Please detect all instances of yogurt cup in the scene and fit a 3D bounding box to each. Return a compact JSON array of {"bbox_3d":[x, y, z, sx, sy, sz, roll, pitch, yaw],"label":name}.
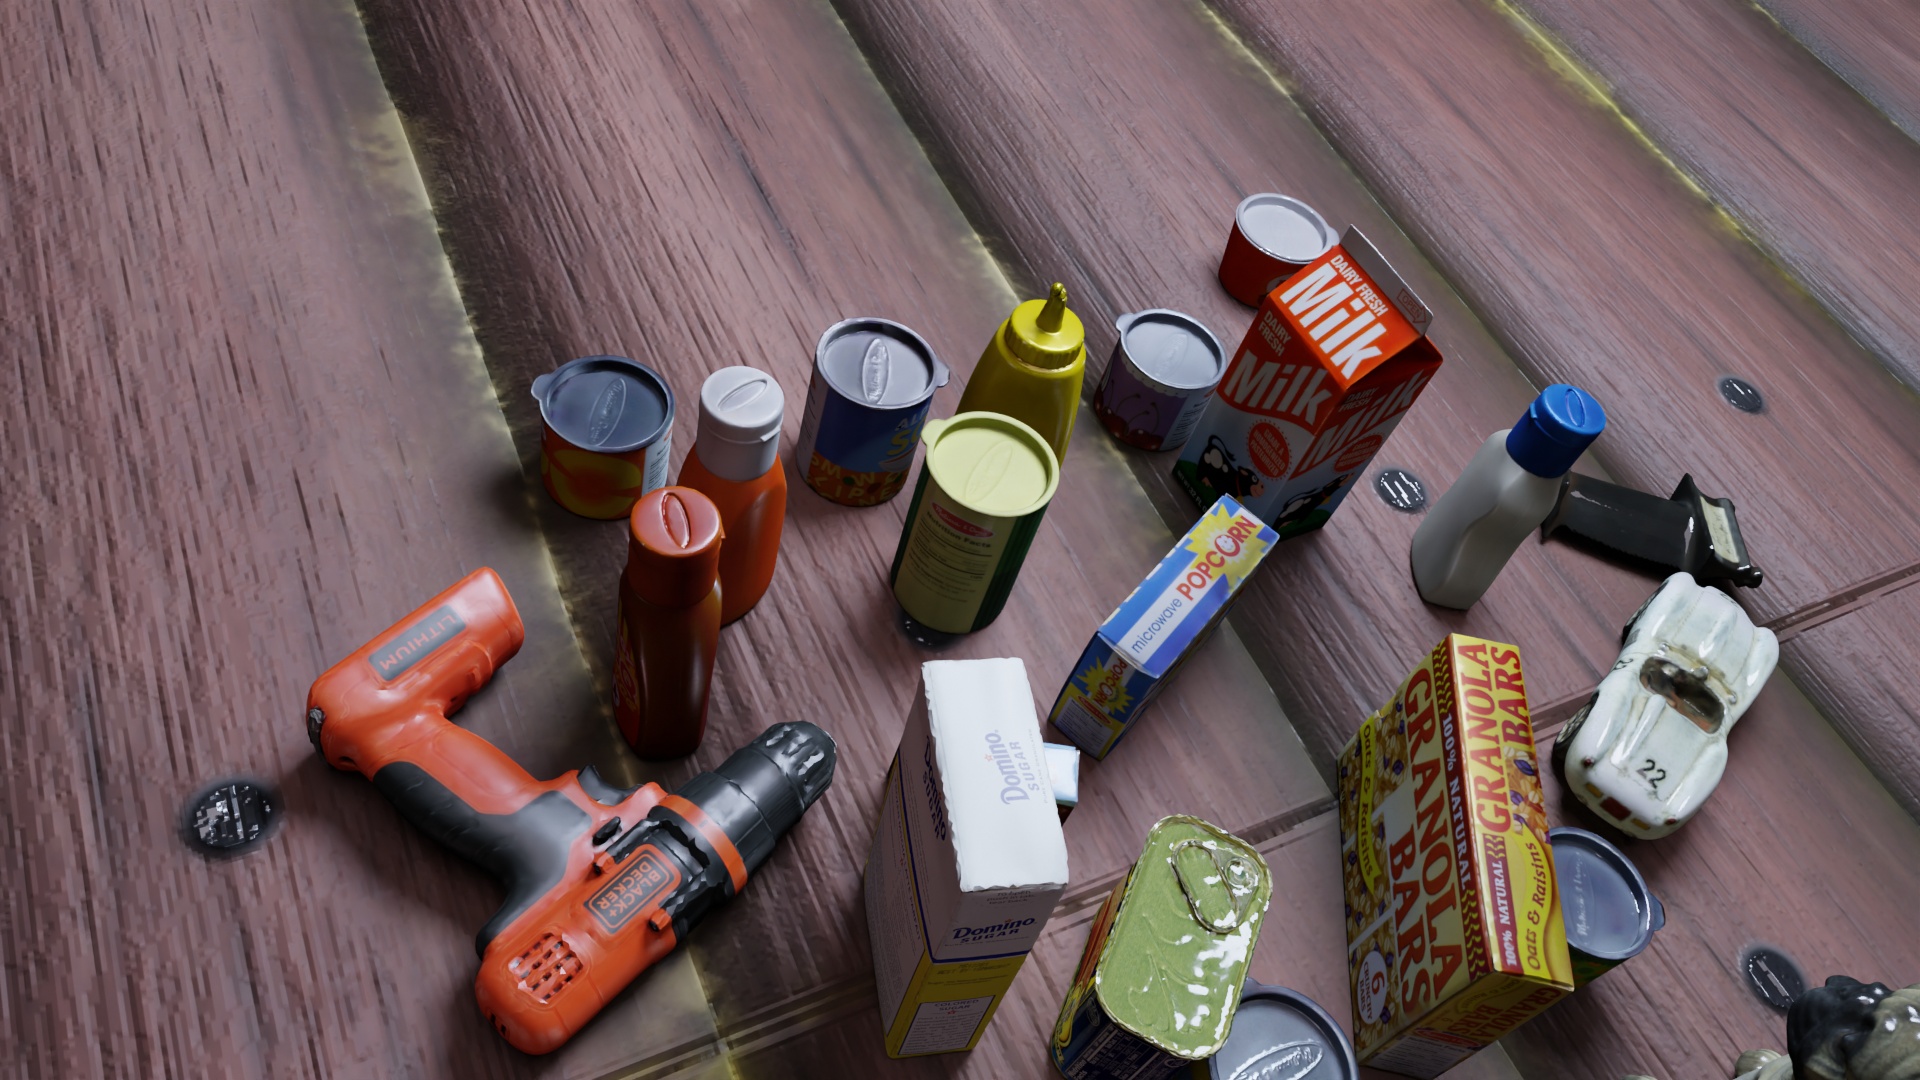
[{"bbox_3d":[0.211,-0.195,0.946,0.072,0.053,0.073,8,51,-10],"label":"yogurt cup"}]

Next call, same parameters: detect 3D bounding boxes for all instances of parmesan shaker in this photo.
[{"bbox_3d":[0.003,-0.009,0.710,0.071,0.102,0.072,8,52,-10],"label":"parmesan shaker"}]

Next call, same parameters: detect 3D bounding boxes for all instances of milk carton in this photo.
[{"bbox_3d":[0.194,-0.080,0.764,0.074,0.189,0.072,-17,60,-27],"label":"milk carton"}]

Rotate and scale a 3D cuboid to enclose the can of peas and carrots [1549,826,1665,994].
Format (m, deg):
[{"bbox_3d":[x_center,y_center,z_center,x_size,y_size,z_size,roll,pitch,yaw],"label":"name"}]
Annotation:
[{"bbox_3d":[0.291,0.182,0.673,0.071,0.058,0.071,8,51,-10],"label":"can of peas and carrots"}]

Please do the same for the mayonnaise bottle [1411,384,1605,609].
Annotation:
[{"bbox_3d":[0.305,-0.025,0.780,0.041,0.147,0.065,14,51,-5],"label":"mayonnaise bottle"}]

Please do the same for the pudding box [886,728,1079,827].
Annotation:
[{"bbox_3d":[0.010,0.114,0.651,0.084,0.049,0.030,10,51,-8],"label":"pudding box"}]

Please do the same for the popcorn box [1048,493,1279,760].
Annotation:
[{"bbox_3d":[0.104,0.044,0.710,0.038,0.084,0.127,38,53,14],"label":"popcorn box"}]

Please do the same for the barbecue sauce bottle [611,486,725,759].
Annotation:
[{"bbox_3d":[-0.128,0.035,0.609,0.044,0.147,0.065,-7,56,-21],"label":"barbecue sauce bottle"}]

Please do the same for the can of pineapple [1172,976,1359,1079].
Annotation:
[{"bbox_3d":[0.126,0.229,0.589,0.071,0.057,0.071,8,51,-10],"label":"can of pineapple"}]

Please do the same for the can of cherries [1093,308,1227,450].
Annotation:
[{"bbox_3d":[0.118,-0.098,0.842,0.071,0.058,0.072,8,51,-10],"label":"can of cherries"}]

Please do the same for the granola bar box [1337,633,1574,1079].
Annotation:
[{"bbox_3d":[0.219,0.144,0.639,0.039,0.123,0.166,13,51,-6],"label":"granola bar box"}]

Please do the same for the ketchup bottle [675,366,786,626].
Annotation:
[{"bbox_3d":[-0.109,-0.019,0.656,0.043,0.148,0.065,39,53,15],"label":"ketchup bottle"}]

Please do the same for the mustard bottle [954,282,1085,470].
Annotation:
[{"bbox_3d":[0.035,-0.079,0.737,0.065,0.159,0.049,15,51,-4],"label":"mustard bottle"}]

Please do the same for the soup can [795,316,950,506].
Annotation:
[{"bbox_3d":[-0.049,-0.068,0.754,0.071,0.083,0.072,8,52,-10],"label":"soup can"}]

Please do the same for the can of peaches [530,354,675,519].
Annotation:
[{"bbox_3d":[-0.186,-0.054,0.720,0.071,0.057,0.071,8,51,-10],"label":"can of peaches"}]
